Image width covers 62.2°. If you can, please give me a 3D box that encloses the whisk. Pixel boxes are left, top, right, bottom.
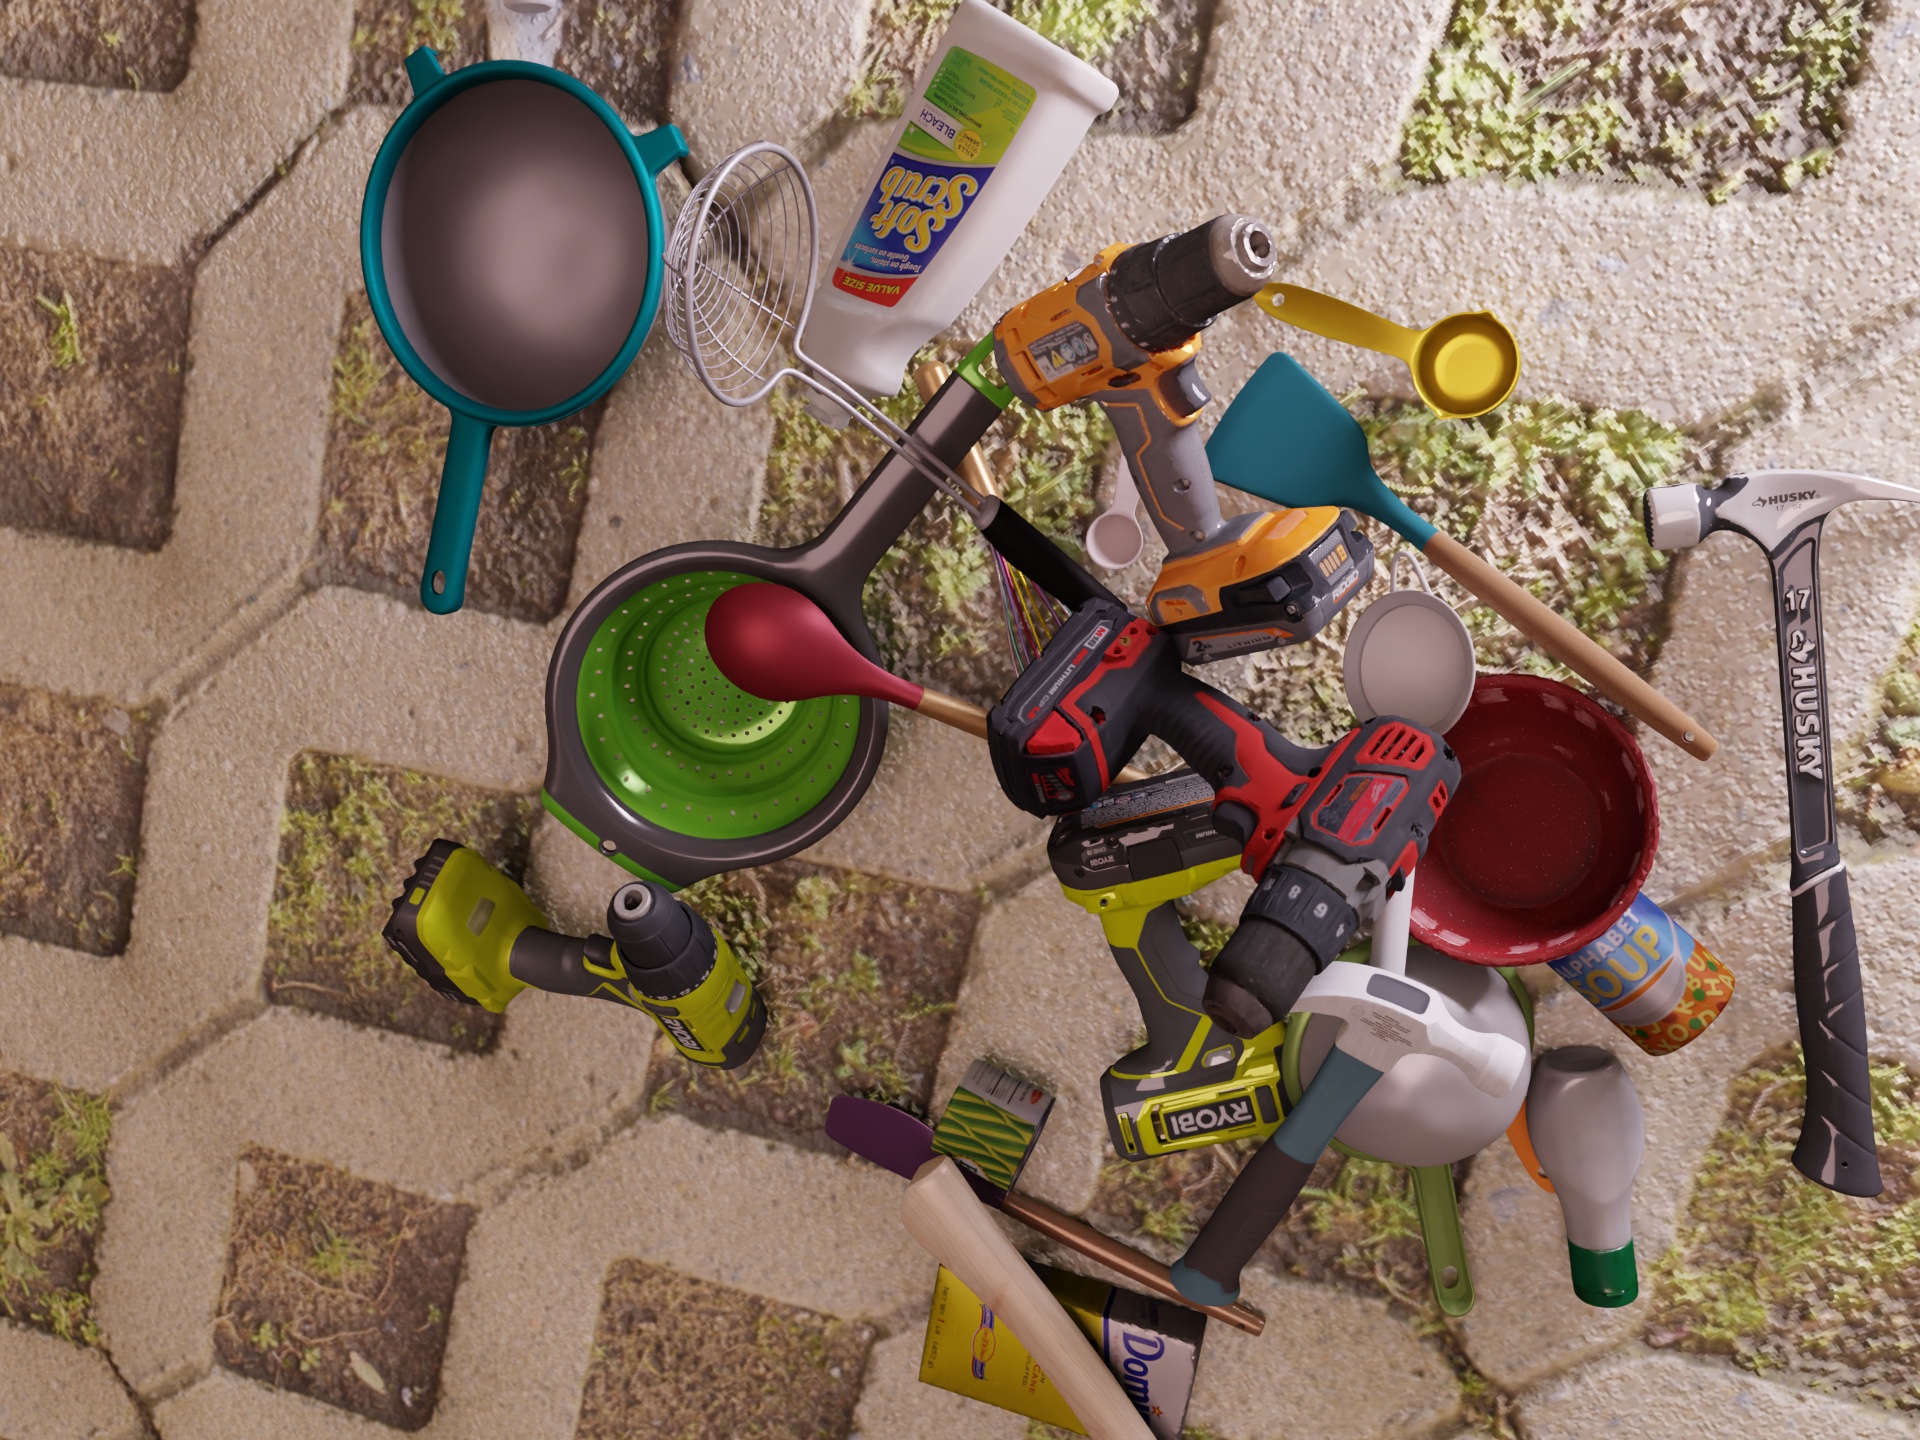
[{"bbox_3d":[0.029,-0.104,0.962,0.051,0.047,0.245,-23,90,23],"label":"whisk"}]

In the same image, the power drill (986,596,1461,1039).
[{"bbox_3d":[0.122,0.047,0.835,0.227,0.080,0.188,27,65,30],"label":"power drill"}]

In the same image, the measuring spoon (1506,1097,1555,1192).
[{"bbox_3d":[0.330,0.232,0.951,0.021,0.011,0.117,-27,92,20],"label":"measuring spoon"}]

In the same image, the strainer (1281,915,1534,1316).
[{"bbox_3d":[0.275,0.247,0.912,0.151,0.069,0.256,-15,106,-2],"label":"strainer"}]

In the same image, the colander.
[{"bbox_3d":[-0.095,-0.078,0.975,0.204,0.094,0.397,38,101,-14],"label":"colander"}]

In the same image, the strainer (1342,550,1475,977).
[{"bbox_3d":[0.243,0.039,0.870,0.087,0.050,0.258,4,88,53],"label":"strainer"}]

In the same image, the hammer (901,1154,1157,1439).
[{"bbox_3d":[0.106,0.442,1.001,0.146,0.038,0.410,-35,92,19],"label":"hammer"}]

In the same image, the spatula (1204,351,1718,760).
[{"bbox_3d":[0.274,-0.081,0.870,0.318,0.044,0.082,42,111,21],"label":"spatula"}]

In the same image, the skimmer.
[{"bbox_3d":[-0.012,-0.152,0.853,0.363,0.127,0.090,36,155,-28],"label":"skimmer"}]

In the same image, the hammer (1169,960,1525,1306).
[{"bbox_3d":[0.187,0.249,0.903,0.128,0.033,0.330,28,135,12],"label":"hammer"}]

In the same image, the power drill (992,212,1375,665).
[{"bbox_3d":[0.132,-0.150,0.844,0.185,0.084,0.226,-12,114,55],"label":"power drill"}]

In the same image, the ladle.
[{"bbox_3d":[-0.001,-0.003,0.942,0.315,0.031,0.069,21,110,-12],"label":"ladle"}]

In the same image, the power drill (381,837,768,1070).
[{"bbox_3d":[-0.251,0.146,1.032,0.228,0.190,0.080,10,58,19],"label":"power drill"}]

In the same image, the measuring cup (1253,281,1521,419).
[{"bbox_3d":[0.238,-0.215,0.892,0.157,0.029,0.062,27,107,23],"label":"measuring cup"}]

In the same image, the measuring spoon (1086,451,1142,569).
[{"bbox_3d":[0.105,-0.150,0.948,0.034,0.018,0.124,17,98,13],"label":"measuring spoon"}]

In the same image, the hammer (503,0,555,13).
[{"bbox_3d":[-0.128,-0.515,0.935,0.335,0.035,0.146,0,101,17],"label":"hammer"}]

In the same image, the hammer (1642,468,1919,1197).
[{"bbox_3d":[0.470,0.065,0.866,0.149,0.036,0.409,-7,99,17],"label":"hammer"}]

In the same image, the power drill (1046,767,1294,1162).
[{"bbox_3d":[0.150,0.145,0.945,0.171,0.080,0.223,-15,106,8],"label":"power drill"}]

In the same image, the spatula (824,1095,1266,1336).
[{"bbox_3d":[0.052,0.326,1.049,0.316,0.018,0.059,24,126,11],"label":"spatula"}]

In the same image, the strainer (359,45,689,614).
[{"bbox_3d":[-0.275,-0.231,1.004,0.211,0.095,0.340,22,108,15],"label":"strainer"}]
